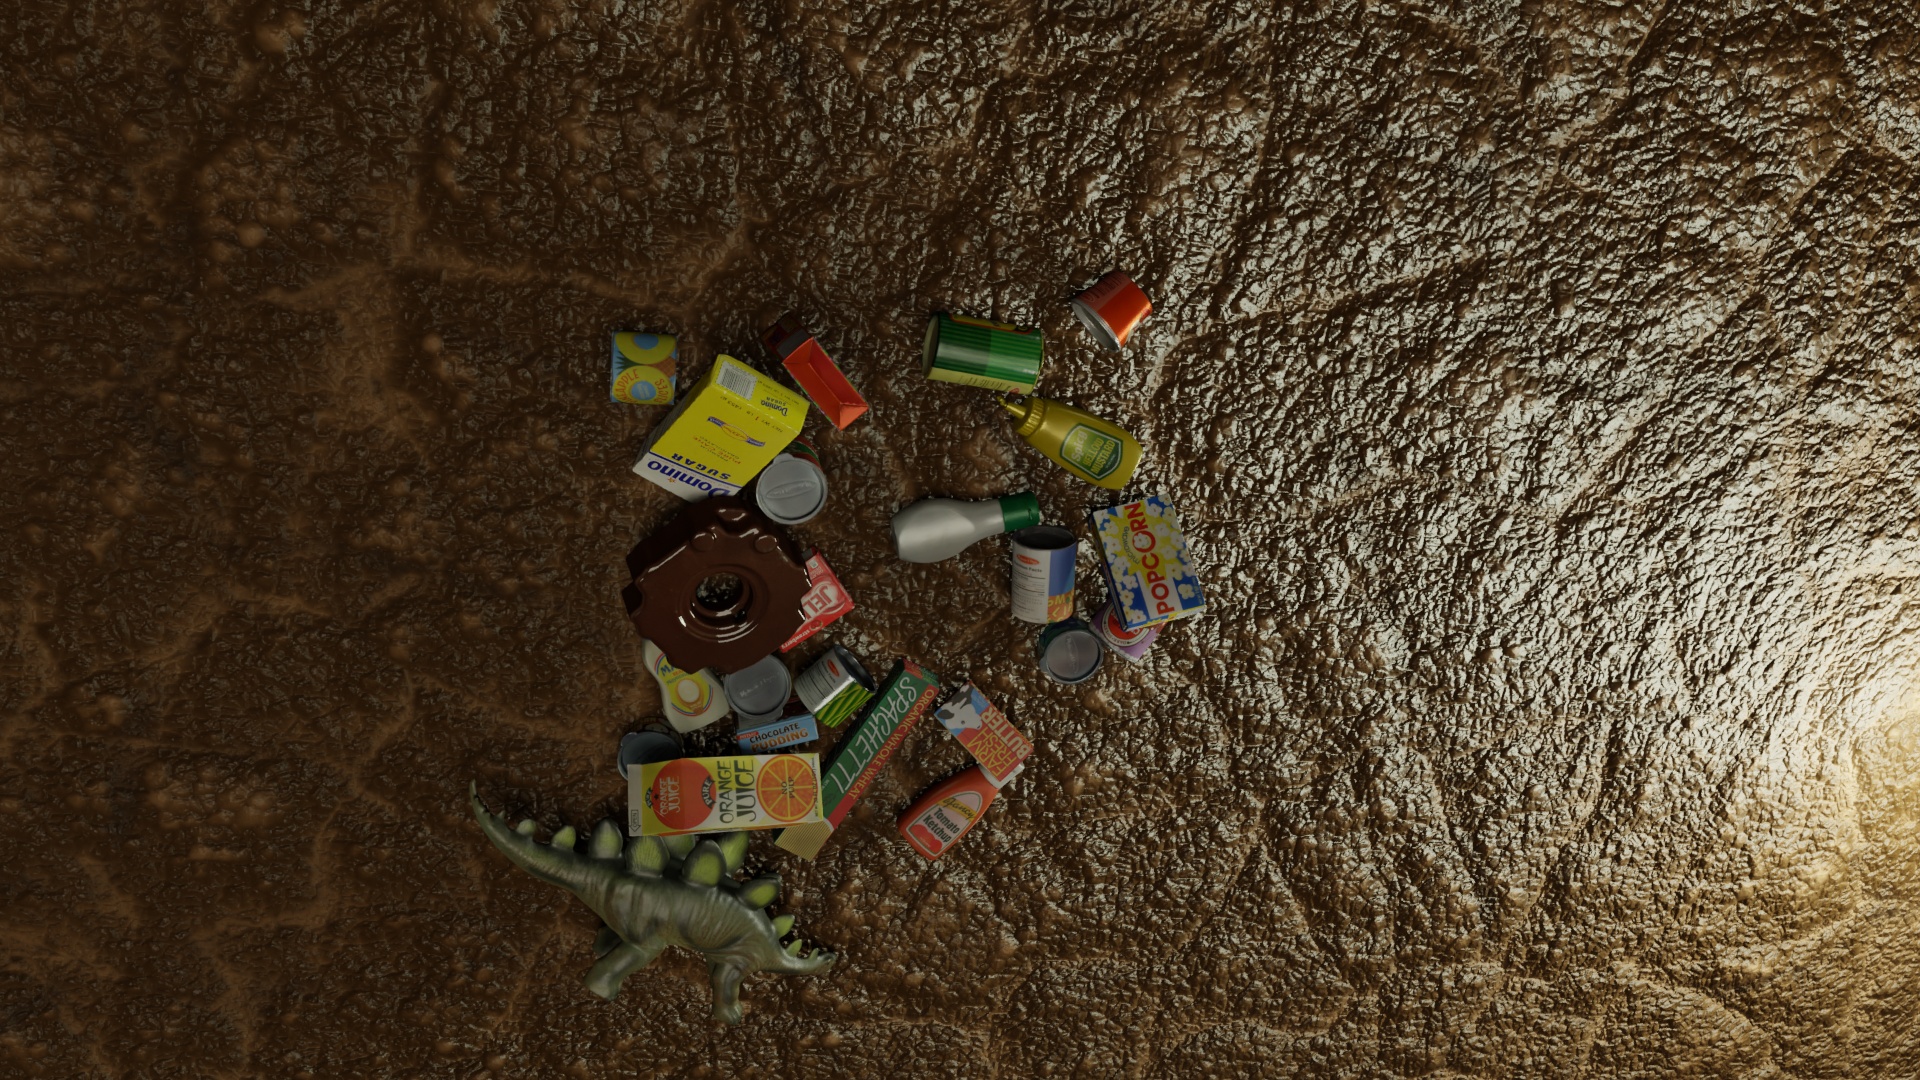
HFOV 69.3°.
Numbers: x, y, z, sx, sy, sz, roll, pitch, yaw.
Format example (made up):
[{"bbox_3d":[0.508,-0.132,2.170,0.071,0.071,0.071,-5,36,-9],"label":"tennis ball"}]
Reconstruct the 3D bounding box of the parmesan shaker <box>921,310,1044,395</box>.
[{"bbox_3d":[0.021,-0.180,1.328,0.103,0.071,0.071,8,110,-15],"label":"parmesan shaker"}]

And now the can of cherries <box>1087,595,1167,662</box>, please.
[{"bbox_3d":[0.177,0.087,1.469,0.071,0.072,0.058,32,102,-22],"label":"can of cherries"}]

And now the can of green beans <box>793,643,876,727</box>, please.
[{"bbox_3d":[-0.129,0.150,1.429,0.058,0.071,0.071,-41,114,6],"label":"can of green beans"}]

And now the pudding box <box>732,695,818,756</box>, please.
[{"bbox_3d":[-0.191,0.191,1.441,0.084,0.050,0.030,-13,115,-7],"label":"pudding box"}]

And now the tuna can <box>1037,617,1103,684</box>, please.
[{"bbox_3d":[0.115,0.119,1.489,0.071,0.033,0.070,-4,112,-11],"label":"tuna can"}]

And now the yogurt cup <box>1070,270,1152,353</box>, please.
[{"bbox_3d":[0.148,-0.224,1.343,0.054,0.072,0.072,-43,114,-2],"label":"yogurt cup"}]

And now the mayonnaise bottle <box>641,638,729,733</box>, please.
[{"bbox_3d":[-0.287,0.120,1.396,0.065,0.041,0.147,-24,115,-6],"label":"mayonnaise bottle"}]

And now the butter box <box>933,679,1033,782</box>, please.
[{"bbox_3d":[0.025,0.203,1.485,0.053,0.024,0.103,-44,89,3],"label":"butter box"}]

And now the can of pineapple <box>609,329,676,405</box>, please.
[{"bbox_3d":[-0.290,-0.156,1.270,0.058,0.071,0.070,2,111,-13],"label":"can of pineapple"}]

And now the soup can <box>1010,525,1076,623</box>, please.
[{"bbox_3d":[0.087,0.034,1.432,0.071,0.071,0.083,-4,113,-11],"label":"soup can"}]

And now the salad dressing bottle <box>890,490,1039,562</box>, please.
[{"bbox_3d":[0.005,-0.018,1.405,0.148,0.044,0.064,-12,112,-9],"label":"salad dressing bottle"}]

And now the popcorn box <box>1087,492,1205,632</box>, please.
[{"bbox_3d":[0.190,0.023,1.426,0.085,0.038,0.127,-14,74,-6],"label":"popcorn box"}]

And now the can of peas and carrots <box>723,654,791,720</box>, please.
[{"bbox_3d":[-0.202,0.148,1.404,0.071,0.058,0.071,0,86,-6],"label":"can of peas and carrots"}]

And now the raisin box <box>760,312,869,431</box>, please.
[{"bbox_3d":[-0.135,-0.157,1.273,0.040,0.123,0.086,-41,115,-1],"label":"raisin box"}]

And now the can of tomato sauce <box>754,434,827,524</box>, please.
[{"bbox_3d":[-0.165,-0.062,1.327,0.071,0.083,0.071,-4,112,-11],"label":"can of tomato sauce"}]

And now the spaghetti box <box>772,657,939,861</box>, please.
[{"bbox_3d":[-0.113,0.235,1.488,0.050,0.029,0.249,32,102,-22],"label":"spaghetti box"}]

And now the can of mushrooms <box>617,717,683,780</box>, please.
[{"bbox_3d":[-0.321,0.216,1.432,0.071,0.033,0.070,-4,113,-10],"label":"can of mushrooms"}]

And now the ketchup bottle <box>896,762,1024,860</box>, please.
[{"bbox_3d":[0.003,0.282,1.524,0.148,0.043,0.064,-41,108,5],"label":"ketchup bottle"}]

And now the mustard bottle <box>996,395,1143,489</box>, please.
[{"bbox_3d":[0.104,-0.106,1.388,0.160,0.049,0.065,24,103,-20],"label":"mustard bottle"}]

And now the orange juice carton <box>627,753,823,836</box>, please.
[{"bbox_3d":[-0.242,0.257,1.402,0.193,0.072,0.072,3,73,-32],"label":"orange juice carton"}]
